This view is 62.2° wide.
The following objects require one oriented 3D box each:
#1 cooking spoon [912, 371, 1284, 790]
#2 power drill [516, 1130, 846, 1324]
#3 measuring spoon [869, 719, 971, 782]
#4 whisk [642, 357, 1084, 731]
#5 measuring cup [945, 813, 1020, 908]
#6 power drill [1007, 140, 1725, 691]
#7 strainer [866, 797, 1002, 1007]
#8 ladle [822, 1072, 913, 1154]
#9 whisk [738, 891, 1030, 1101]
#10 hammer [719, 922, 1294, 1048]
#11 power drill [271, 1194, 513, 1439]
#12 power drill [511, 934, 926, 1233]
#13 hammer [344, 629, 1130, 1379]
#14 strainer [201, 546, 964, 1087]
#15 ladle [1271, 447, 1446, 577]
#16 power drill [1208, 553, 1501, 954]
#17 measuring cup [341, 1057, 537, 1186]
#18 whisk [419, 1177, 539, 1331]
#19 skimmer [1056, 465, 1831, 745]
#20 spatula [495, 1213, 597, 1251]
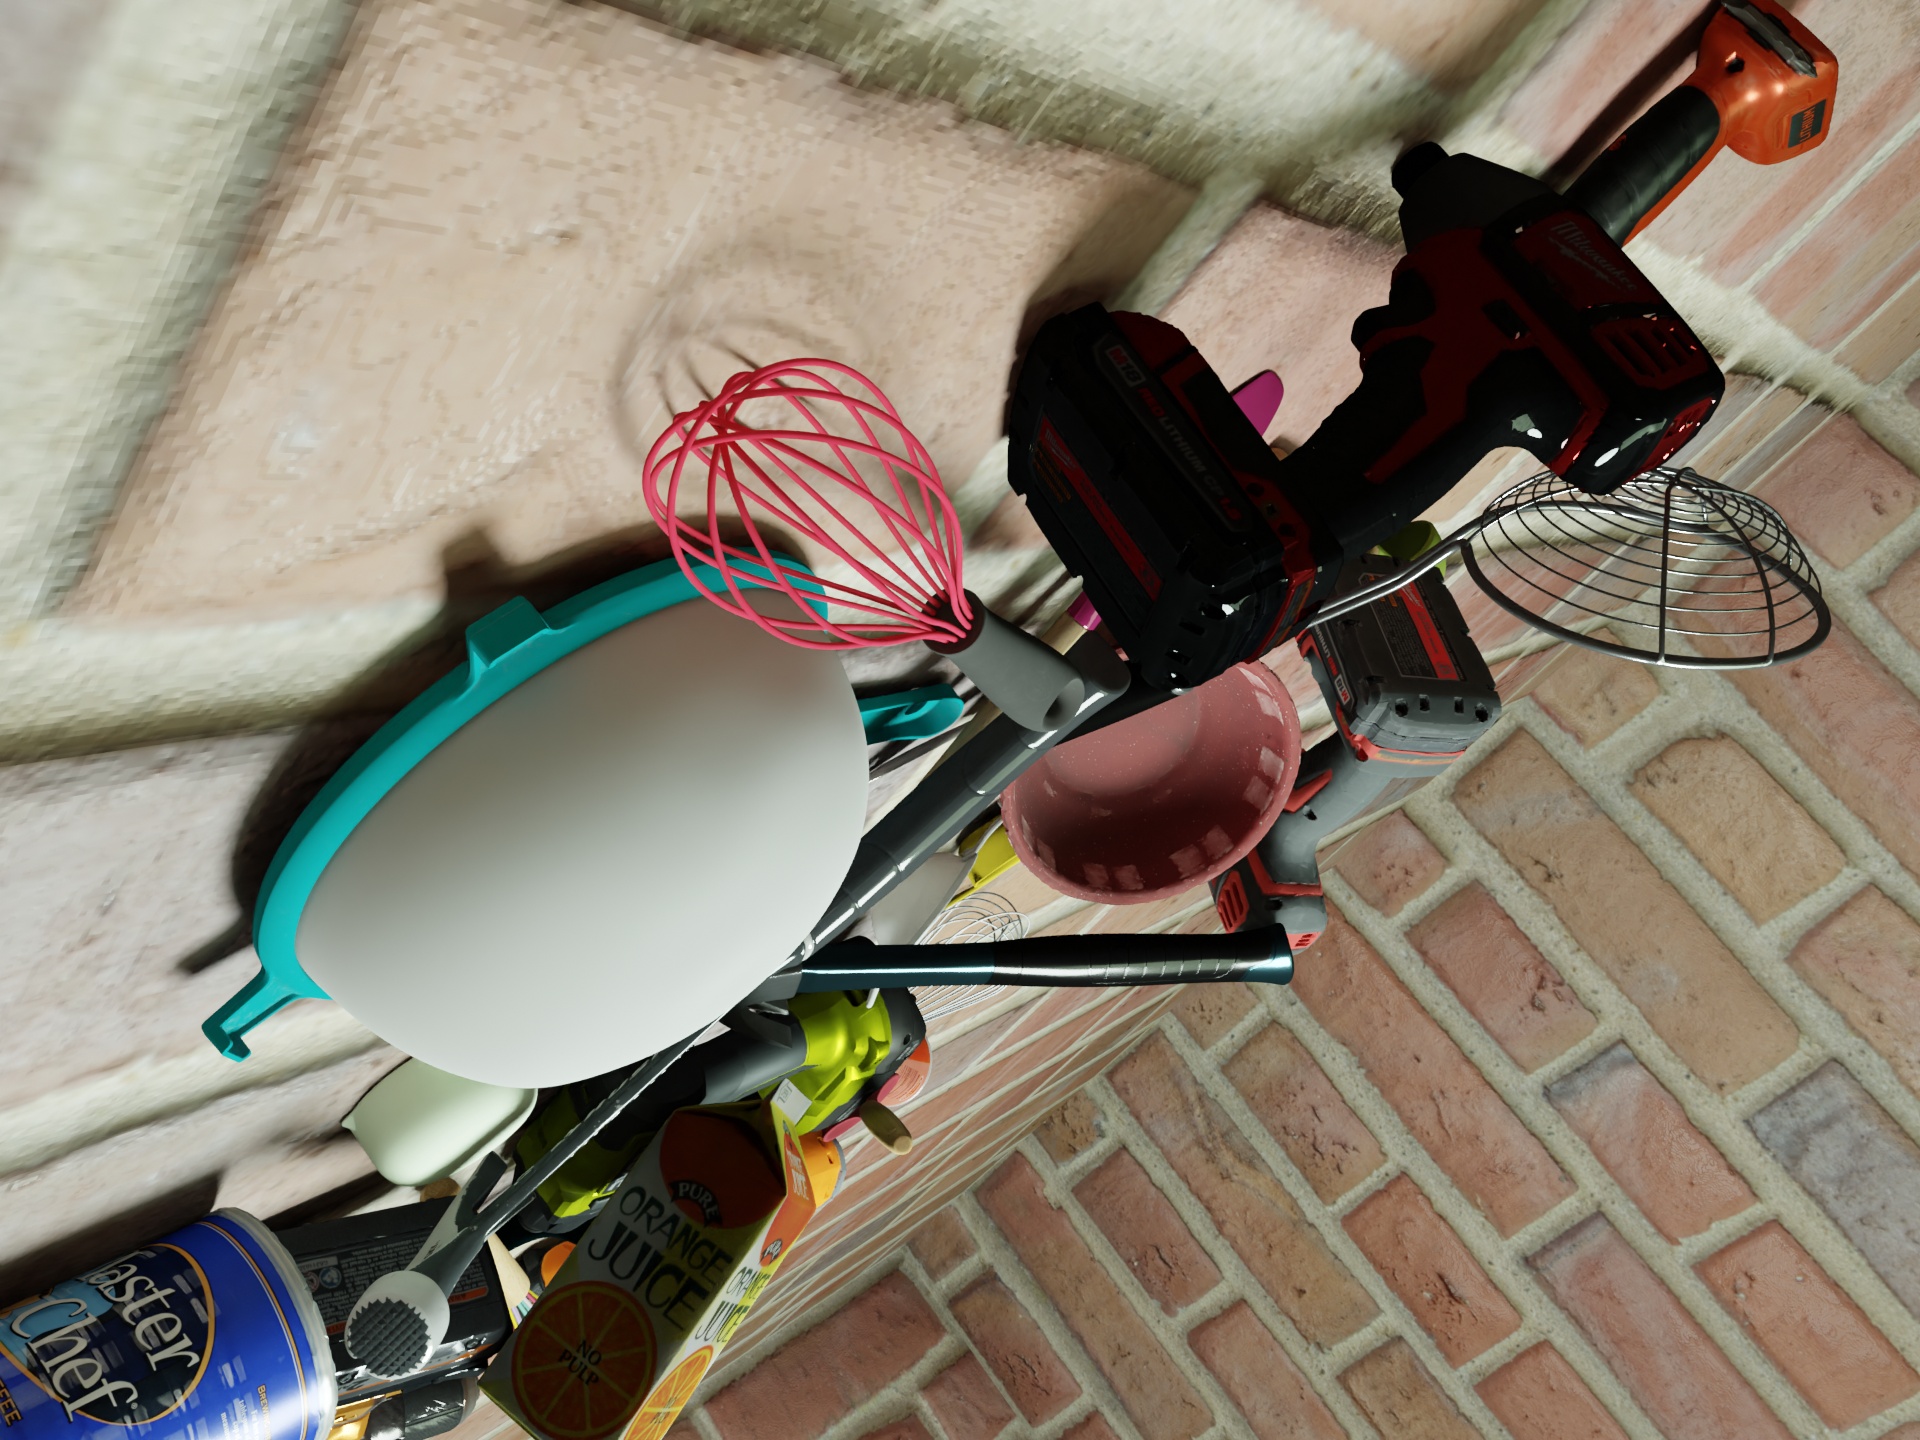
[{"bbox_3d":[0.037,-0.024,0.707,0.319,0.017,0.068,-50,160,12],"label":"cooking spoon"},{"bbox_3d":[-0.202,0.357,1.091,0.226,0.084,0.164,-35,163,12],"label":"power drill"},{"bbox_3d":[-0.001,-0.002,0.745,0.124,0.018,0.034,-29,-179,-10],"label":"measuring spoon"},{"bbox_3d":[-0.009,-0.037,0.505,0.073,0.073,0.295,-41,157,7],"label":"whisk"},{"bbox_3d":[0.004,0.093,0.994,0.062,0.029,0.156,-27,171,-34],"label":"measuring cup"},{"bbox_3d":[0.132,-0.114,0.535,0.219,0.143,0.078,-26,161,-16],"label":"power drill"},{"bbox_3d":[0.023,0.052,0.888,0.258,0.050,0.087,-45,-175,0],"label":"strainer"},{"bbox_3d":[-0.054,0.250,0.999,0.069,0.031,0.315,-40,179,-12],"label":"ladle"},{"bbox_3d":[-0.064,0.213,1.099,0.284,0.070,0.070,-39,164,18],"label":"whisk"},{"bbox_3d":[0.027,0.126,0.831,0.331,0.033,0.128,1,145,-18],"label":"hammer"},{"bbox_3d":[-0.300,0.324,0.791,0.185,0.084,0.226,1,139,-44],"label":"power drill"},{"bbox_3d":[-0.140,0.209,0.897,0.223,0.080,0.171,-13,150,-48],"label":"power drill"},{"bbox_3d":[-0.085,0.107,0.680,0.409,0.036,0.149,-42,-175,2],"label":"hammer"},{"bbox_3d":[-0.071,0.042,0.561,0.211,0.095,0.340,-48,163,27],"label":"strainer"},{"bbox_3d":[0.211,-0.108,0.883,0.078,0.062,0.320,-42,156,16],"label":"ladle"},{"bbox_3d":[0.192,0.004,0.905,0.080,0.188,0.226,3,140,-20],"label":"power drill"},{"bbox_3d":[-0.201,0.143,0.655,0.083,0.038,0.167,-24,160,-41],"label":"measuring cup"},{"bbox_3d":[-0.243,0.331,0.882,0.047,0.051,0.244,-22,130,-8],"label":"whisk"},{"bbox_3d":[0.155,-0.015,0.665,0.363,0.090,0.127,-23,-166,39],"label":"skimmer"},{"bbox_3d":[-0.308,0.332,0.904,0.317,0.082,0.044,-27,149,-19],"label":"spatula"}]
